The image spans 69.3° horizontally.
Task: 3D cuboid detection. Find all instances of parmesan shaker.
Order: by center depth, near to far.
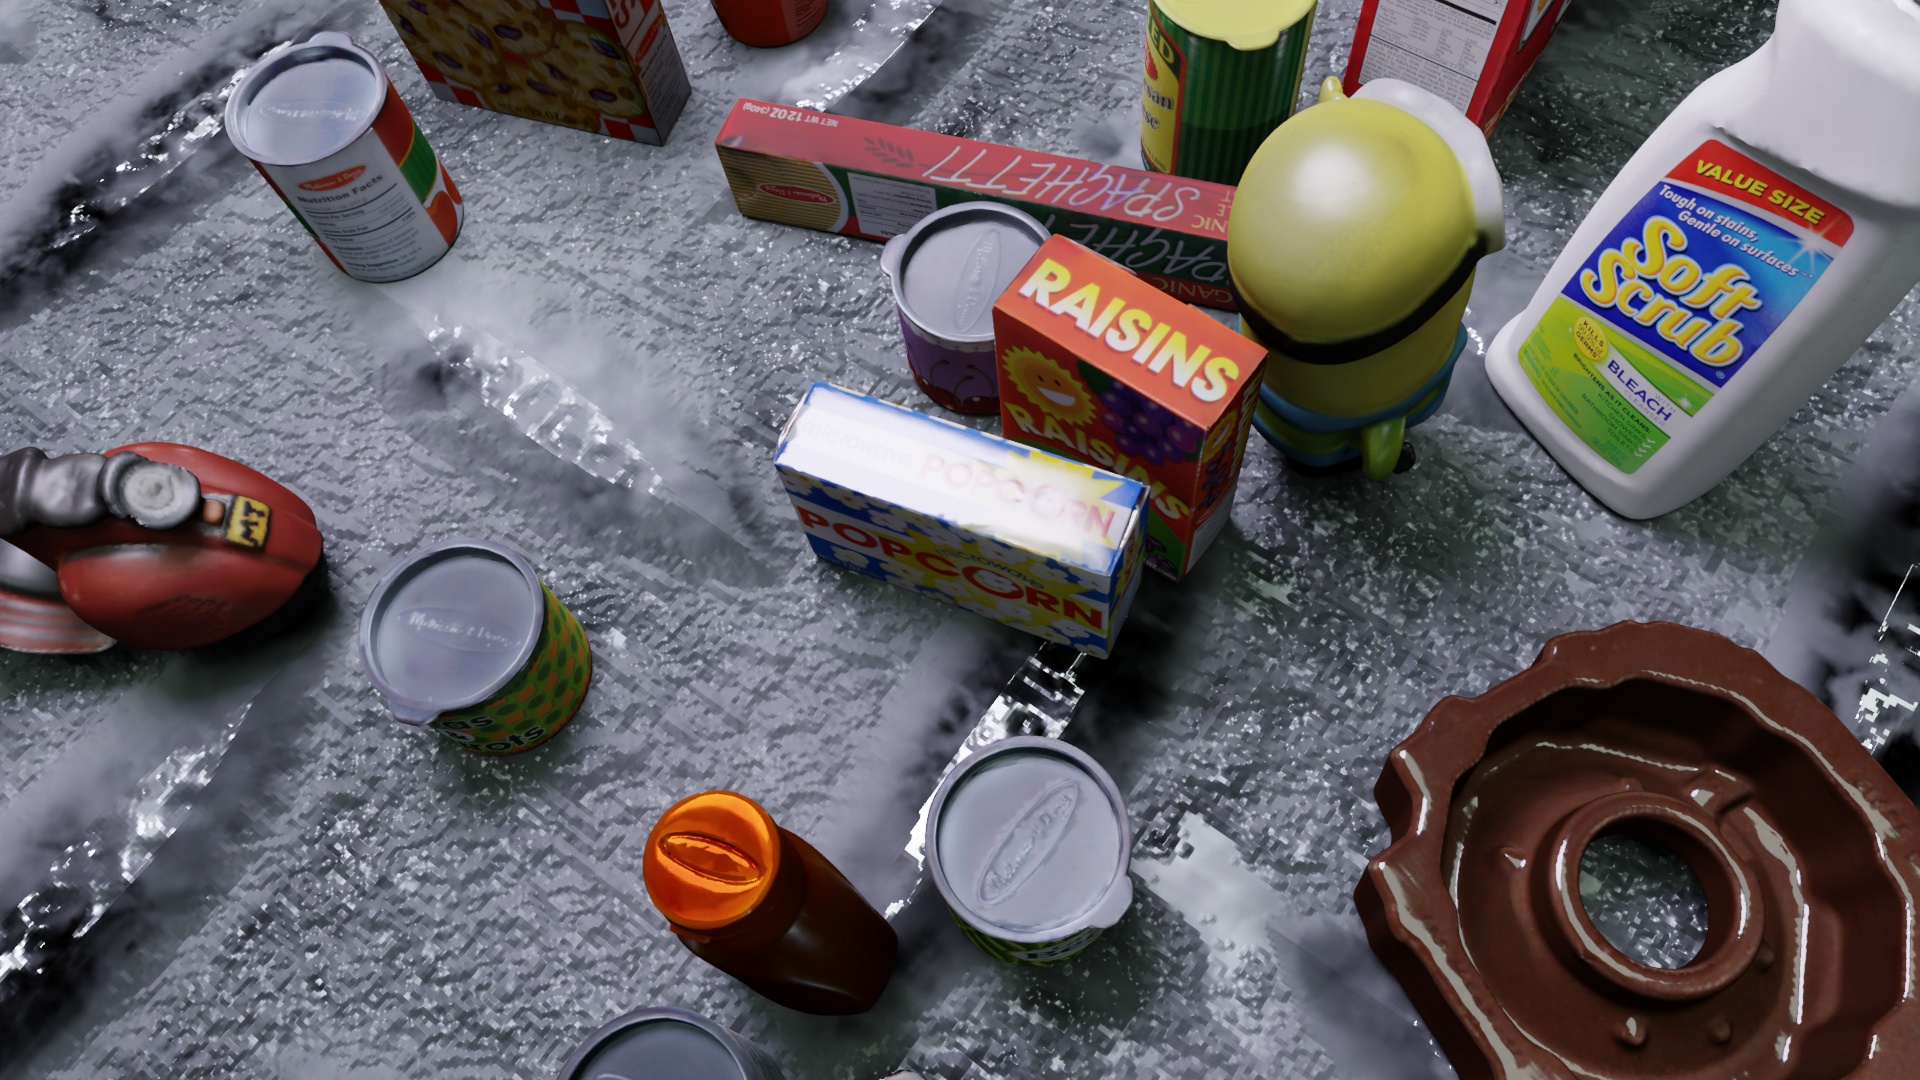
[{"bbox_3d":[0.109,-0.193,0.574,0.071,0.102,0.071,-2,65,4],"label":"parmesan shaker"}]

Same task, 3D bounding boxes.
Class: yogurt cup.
[{"bbox_3d":[-0.093,-0.272,0.655,0.072,0.053,0.072,-2,65,4],"label":"yogurt cup"}]

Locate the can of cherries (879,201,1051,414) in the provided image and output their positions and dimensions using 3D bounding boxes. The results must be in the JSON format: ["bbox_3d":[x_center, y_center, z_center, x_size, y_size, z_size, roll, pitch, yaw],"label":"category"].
[{"bbox_3d":[0.006,-0.093,0.561,0.071,0.058,0.072,-2,65,4],"label":"can of cherries"}]

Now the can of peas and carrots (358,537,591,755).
[{"bbox_3d":[-0.177,0.043,0.512,0.071,0.058,0.071,-2,65,4],"label":"can of peas and carrots"}]

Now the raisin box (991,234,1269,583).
[{"bbox_3d":[0.058,-0.043,0.497,0.086,0.123,0.040,34,72,18],"label":"raisin box"}]

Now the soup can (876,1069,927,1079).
[{"bbox_3d":[-0.004,0.196,0.412,0.071,0.083,0.071,-2,65,4],"label":"soup can"}]

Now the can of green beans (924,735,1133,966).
[{"bbox_3d":[0.024,0.106,0.466,0.071,0.057,0.071,-2,65,4],"label":"can of green beans"}]

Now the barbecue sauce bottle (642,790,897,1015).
[{"bbox_3d":[-0.058,0.112,0.420,0.065,0.148,0.044,17,68,12],"label":"barbecue sauce bottle"}]

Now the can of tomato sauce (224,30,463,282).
[{"bbox_3d":[-0.263,-0.164,0.602,0.071,0.082,0.071,-2,65,4],"label":"can of tomato sauce"}]

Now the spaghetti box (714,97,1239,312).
[{"bbox_3d":[0.021,-0.140,0.586,0.250,0.050,0.029,13,67,11],"label":"spaghetti box"}]

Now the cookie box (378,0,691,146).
[{"bbox_3d":[-0.197,-0.249,0.590,0.123,0.166,0.040,15,68,11],"label":"cookie box"}]

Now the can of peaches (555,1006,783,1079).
[{"bbox_3d":[-0.091,0.187,0.438,0.071,0.058,0.071,-2,65,4],"label":"can of peaches"}]

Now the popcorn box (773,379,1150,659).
[{"bbox_3d":[0.002,-0.006,0.506,0.127,0.085,0.038,19,68,13],"label":"popcorn box"}]
